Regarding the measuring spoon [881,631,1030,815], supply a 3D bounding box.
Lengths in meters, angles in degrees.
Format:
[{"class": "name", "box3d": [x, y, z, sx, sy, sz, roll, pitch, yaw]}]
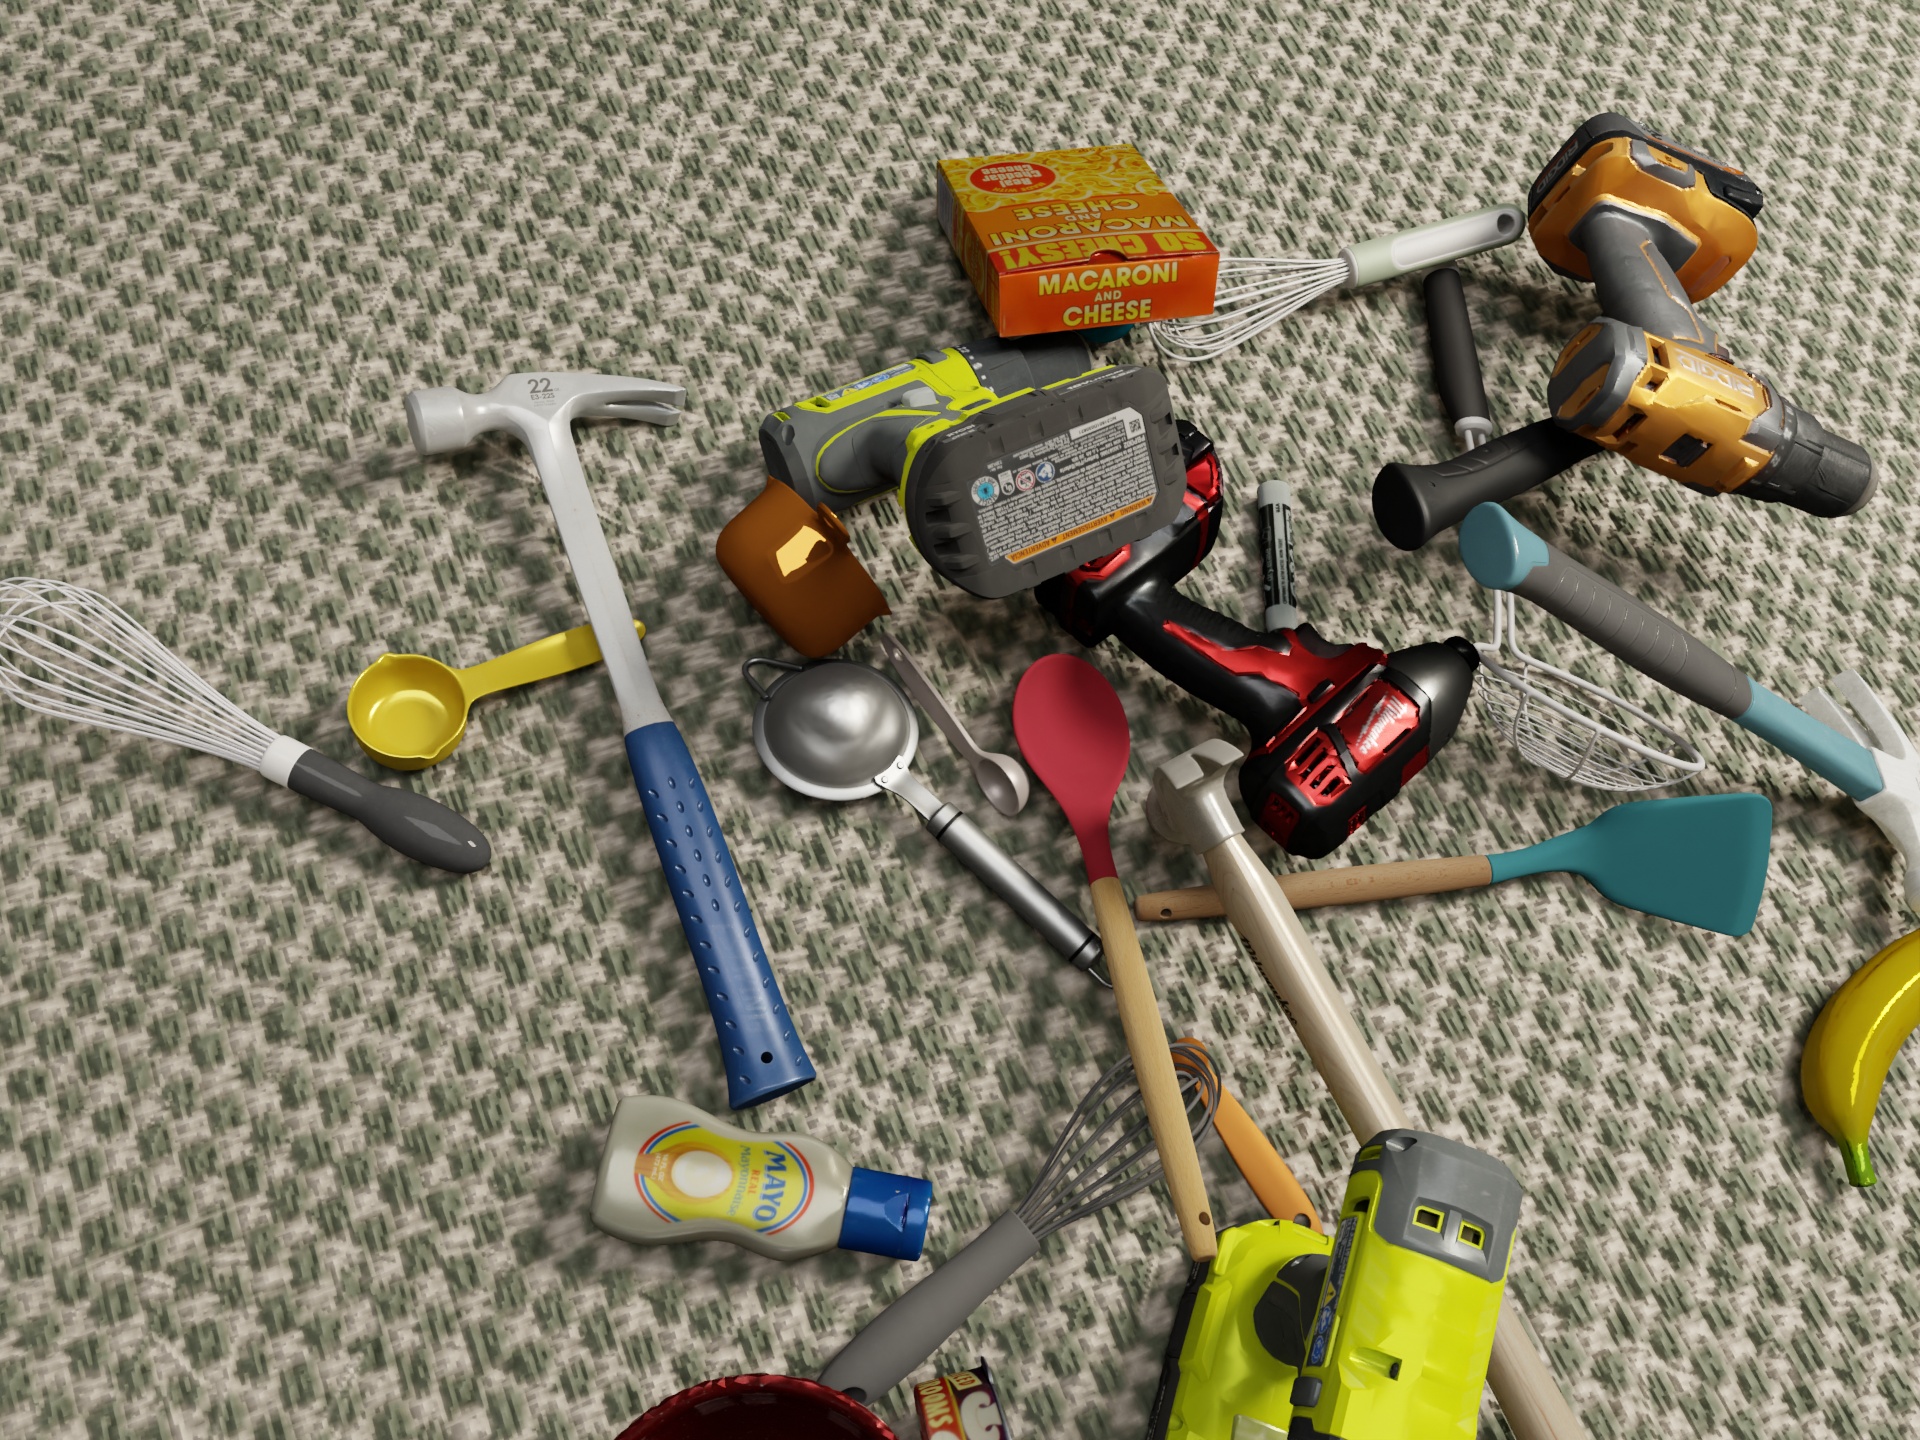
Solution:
[{"class": "measuring spoon", "box3d": [-0.001, -0.003, 0.830, 0.018, 0.034, 0.124, -28, 68, -26]}]

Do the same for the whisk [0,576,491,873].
[{"class": "whisk", "box3d": [-0.357, 0.005, 0.777, 0.284, 0.070, 0.070, 26, 67, 0]}]

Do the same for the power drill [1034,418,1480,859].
[{"class": "power drill", "box3d": [0.153, -0.046, 0.820, 0.143, 0.078, 0.220, -39, 69, -16]}]

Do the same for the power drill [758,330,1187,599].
[{"class": "power drill", "box3d": [0.017, -0.145, 0.810, 0.190, 0.080, 0.229, -24, 26, -14]}]

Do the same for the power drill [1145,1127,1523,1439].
[{"class": "power drill", "box3d": [0.139, 0.263, 0.623, 0.080, 0.223, 0.171, 20, 66, 3]}]

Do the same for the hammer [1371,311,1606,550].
[{"class": "hammer", "box3d": [0.335, -0.150, 0.863, 0.335, 0.035, 0.146, -25, 68, -36]}]

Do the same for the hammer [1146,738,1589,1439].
[{"class": "hammer", "box3d": [0.195, 0.196, 0.703, 0.038, 0.146, 0.411, -28, 81, -1]}]

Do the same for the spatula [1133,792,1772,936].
[{"class": "spatula", "box3d": [0.246, 0.082, 0.807, 0.317, 0.082, 0.044, -6, 25, -5]}]

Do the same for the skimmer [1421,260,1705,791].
[{"class": "skimmer", "box3d": [0.318, -0.125, 0.881, 0.127, 0.090, 0.364, 13, 61, -30]}]

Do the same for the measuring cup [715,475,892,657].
[{"class": "measuring cup", "box3d": [-0.081, -0.074, 0.776, 0.052, 0.173, 0.095, -42, 94, -5]}]

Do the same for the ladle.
[{"class": "ladle", "box3d": [0.076, 0.100, 0.759, 0.069, 0.031, 0.316, 6, 51, -24]}]

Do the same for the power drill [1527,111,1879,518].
[{"class": "power drill", "box3d": [0.406, -0.215, 0.873, 0.185, 0.084, 0.226, 18, 53, -14]}]

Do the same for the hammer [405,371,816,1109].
[{"class": "hammer", "box3d": [-0.155, -0.006, 0.803, 0.144, 0.035, 0.406, -15, 71, -24]}]

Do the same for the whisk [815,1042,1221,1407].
[{"class": "whisk", "box3d": [0.027, 0.231, 0.724, 0.239, 0.055, 0.055, -38, 76, -15]}]

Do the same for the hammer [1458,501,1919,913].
[{"class": "hammer", "box3d": [0.381, -0.017, 0.801, 0.330, 0.033, 0.128, 26, 46, -20]}]

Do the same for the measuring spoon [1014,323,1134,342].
[{"class": "measuring spoon", "box3d": [0.048, -0.216, 0.928, 0.128, 0.042, 0.021, -24, 96, -7]}]

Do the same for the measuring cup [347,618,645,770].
[{"class": "measuring cup", "box3d": [-0.236, -0.019, 0.820, 0.156, 0.029, 0.062, -22, 73, -27]}]

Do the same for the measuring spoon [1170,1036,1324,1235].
[{"class": "measuring spoon", "box3d": [0.139, 0.203, 0.764, 0.021, 0.011, 0.117, -29, 73, -16]}]

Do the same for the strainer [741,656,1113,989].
[{"class": "strainer", "box3d": [-0.013, 0.044, 0.804, 0.258, 0.050, 0.087, 42, 61, 8]}]

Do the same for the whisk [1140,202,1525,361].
[{"class": "whisk", "box3d": [0.222, -0.266, 0.941, 0.246, 0.059, 0.057, -17, 103, -7]}]
